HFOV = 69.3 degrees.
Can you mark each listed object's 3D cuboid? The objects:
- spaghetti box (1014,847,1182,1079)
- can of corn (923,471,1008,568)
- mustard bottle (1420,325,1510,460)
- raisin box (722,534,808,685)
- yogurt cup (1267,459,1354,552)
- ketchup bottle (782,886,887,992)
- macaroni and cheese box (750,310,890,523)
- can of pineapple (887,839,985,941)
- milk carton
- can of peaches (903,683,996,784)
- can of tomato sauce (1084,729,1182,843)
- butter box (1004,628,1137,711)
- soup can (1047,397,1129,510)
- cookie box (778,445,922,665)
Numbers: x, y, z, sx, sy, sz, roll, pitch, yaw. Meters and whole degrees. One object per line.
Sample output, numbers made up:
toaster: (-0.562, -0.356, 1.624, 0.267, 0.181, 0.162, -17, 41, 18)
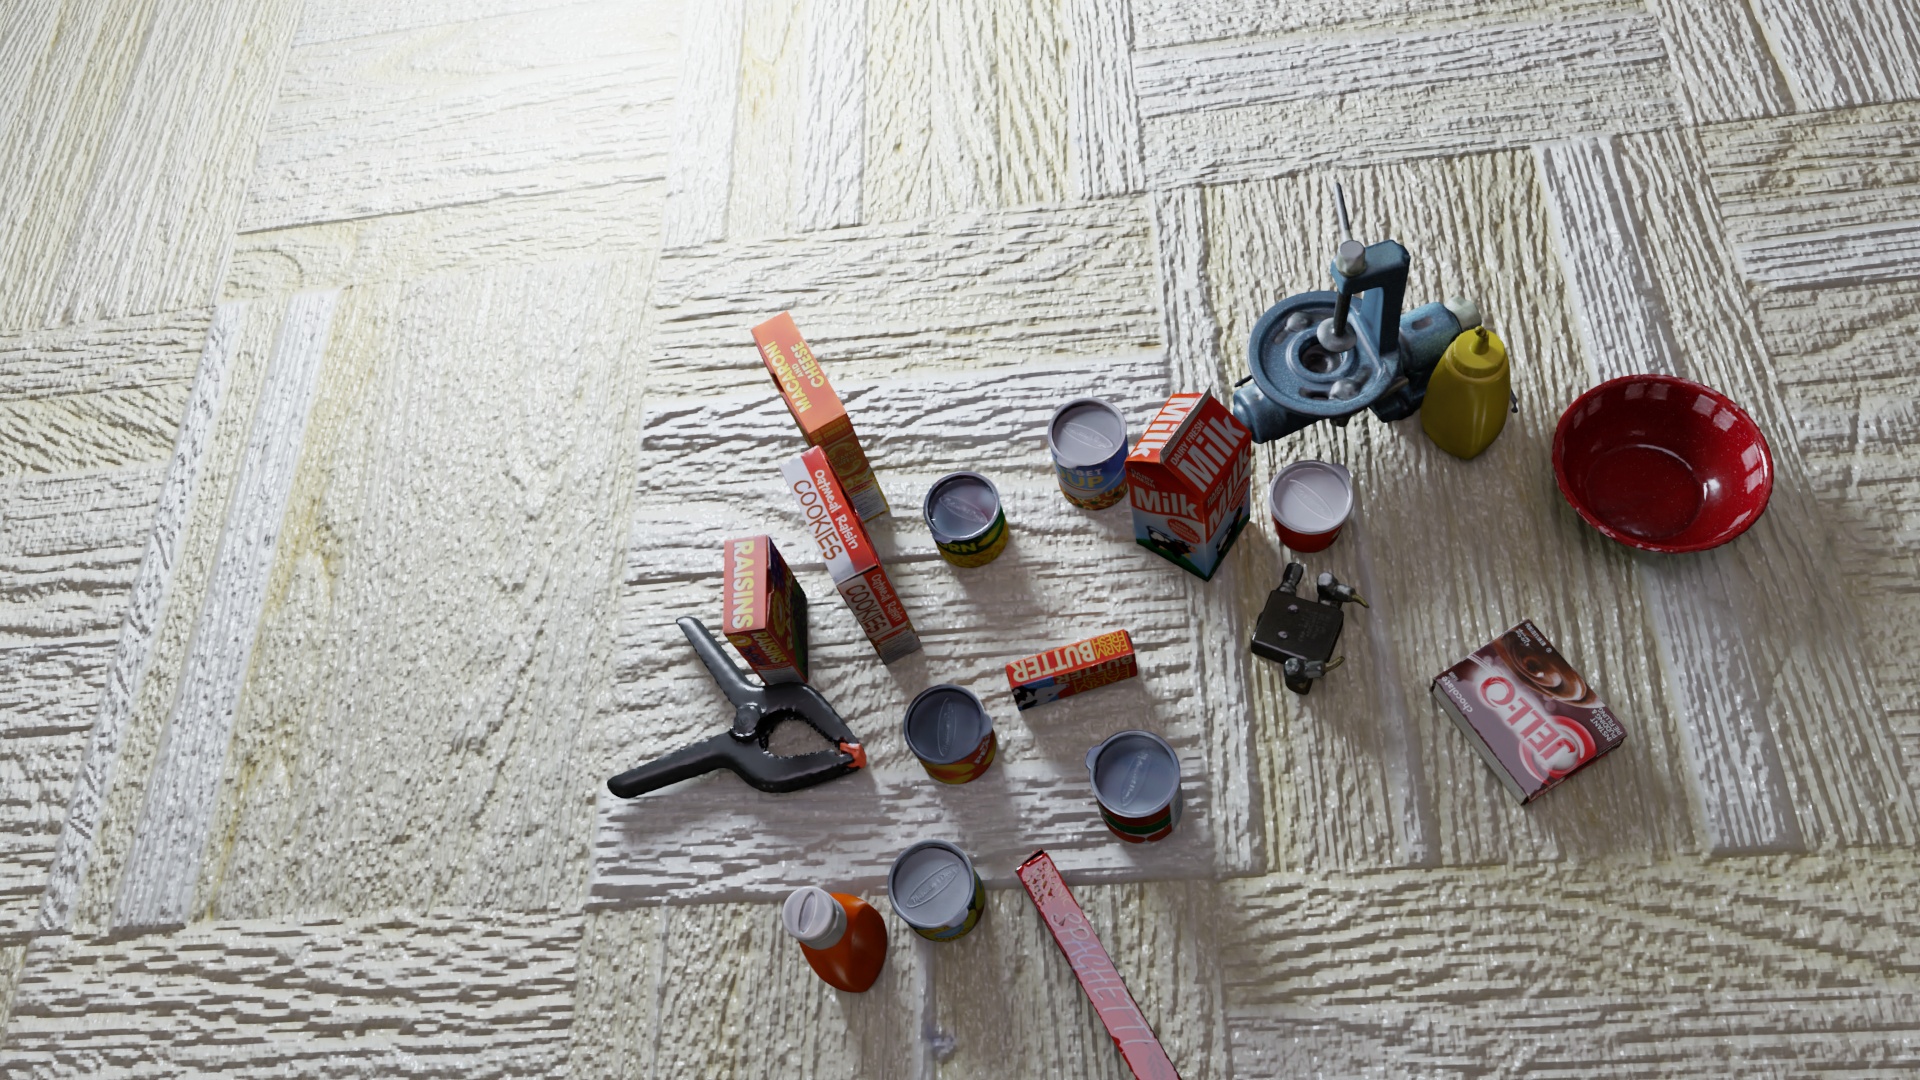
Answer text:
spaghetti box: (0.114, 0.337, 0.995, 0.029, 0.050, 0.251, -30, 62, -5)
can of corn: (0.004, -0.015, 1.191, 0.071, 0.058, 0.071, -4, 63, 9)
mustard bottle: (0.410, -0.125, 1.114, 0.049, 0.159, 0.065, -42, 64, -11)
raisin box: (-0.159, 0.060, 1.147, 0.040, 0.123, 0.086, -7, 62, 7)
yogurt cup: (0.288, -0.025, 1.146, 0.072, 0.053, 0.072, -4, 63, 9)
ketchup bottle: (-0.090, 0.284, 1.004, 0.043, 0.148, 0.065, 6, 65, 14)
macaroni and cheese box: (-0.120, -0.101, 1.197, 0.040, 0.165, 0.124, -29, 62, -4)
can of pineapple: (-0.017, 0.267, 1.051, 0.071, 0.057, 0.071, -4, 63, 9)
milk carton: (0.181, -0.048, 1.100, 0.073, 0.189, 0.072, 30, 73, 23)
can of peaches: (-0.005, 0.155, 1.106, 0.071, 0.058, 0.071, -4, 63, 9)
can of tomato sauce: (0.132, 0.187, 1.049, 0.071, 0.082, 0.071, -4, 63, 9)
butter box: (0.090, 0.104, 1.117, 0.103, 0.053, 0.024, -17, 62, 2)
soup can: (0.110, -0.071, 1.186, 0.071, 0.083, 0.071, -4, 63, 9)
cookie box: (-0.087, 0.015, 1.131, 0.040, 0.166, 0.123, -27, 62, -3)
